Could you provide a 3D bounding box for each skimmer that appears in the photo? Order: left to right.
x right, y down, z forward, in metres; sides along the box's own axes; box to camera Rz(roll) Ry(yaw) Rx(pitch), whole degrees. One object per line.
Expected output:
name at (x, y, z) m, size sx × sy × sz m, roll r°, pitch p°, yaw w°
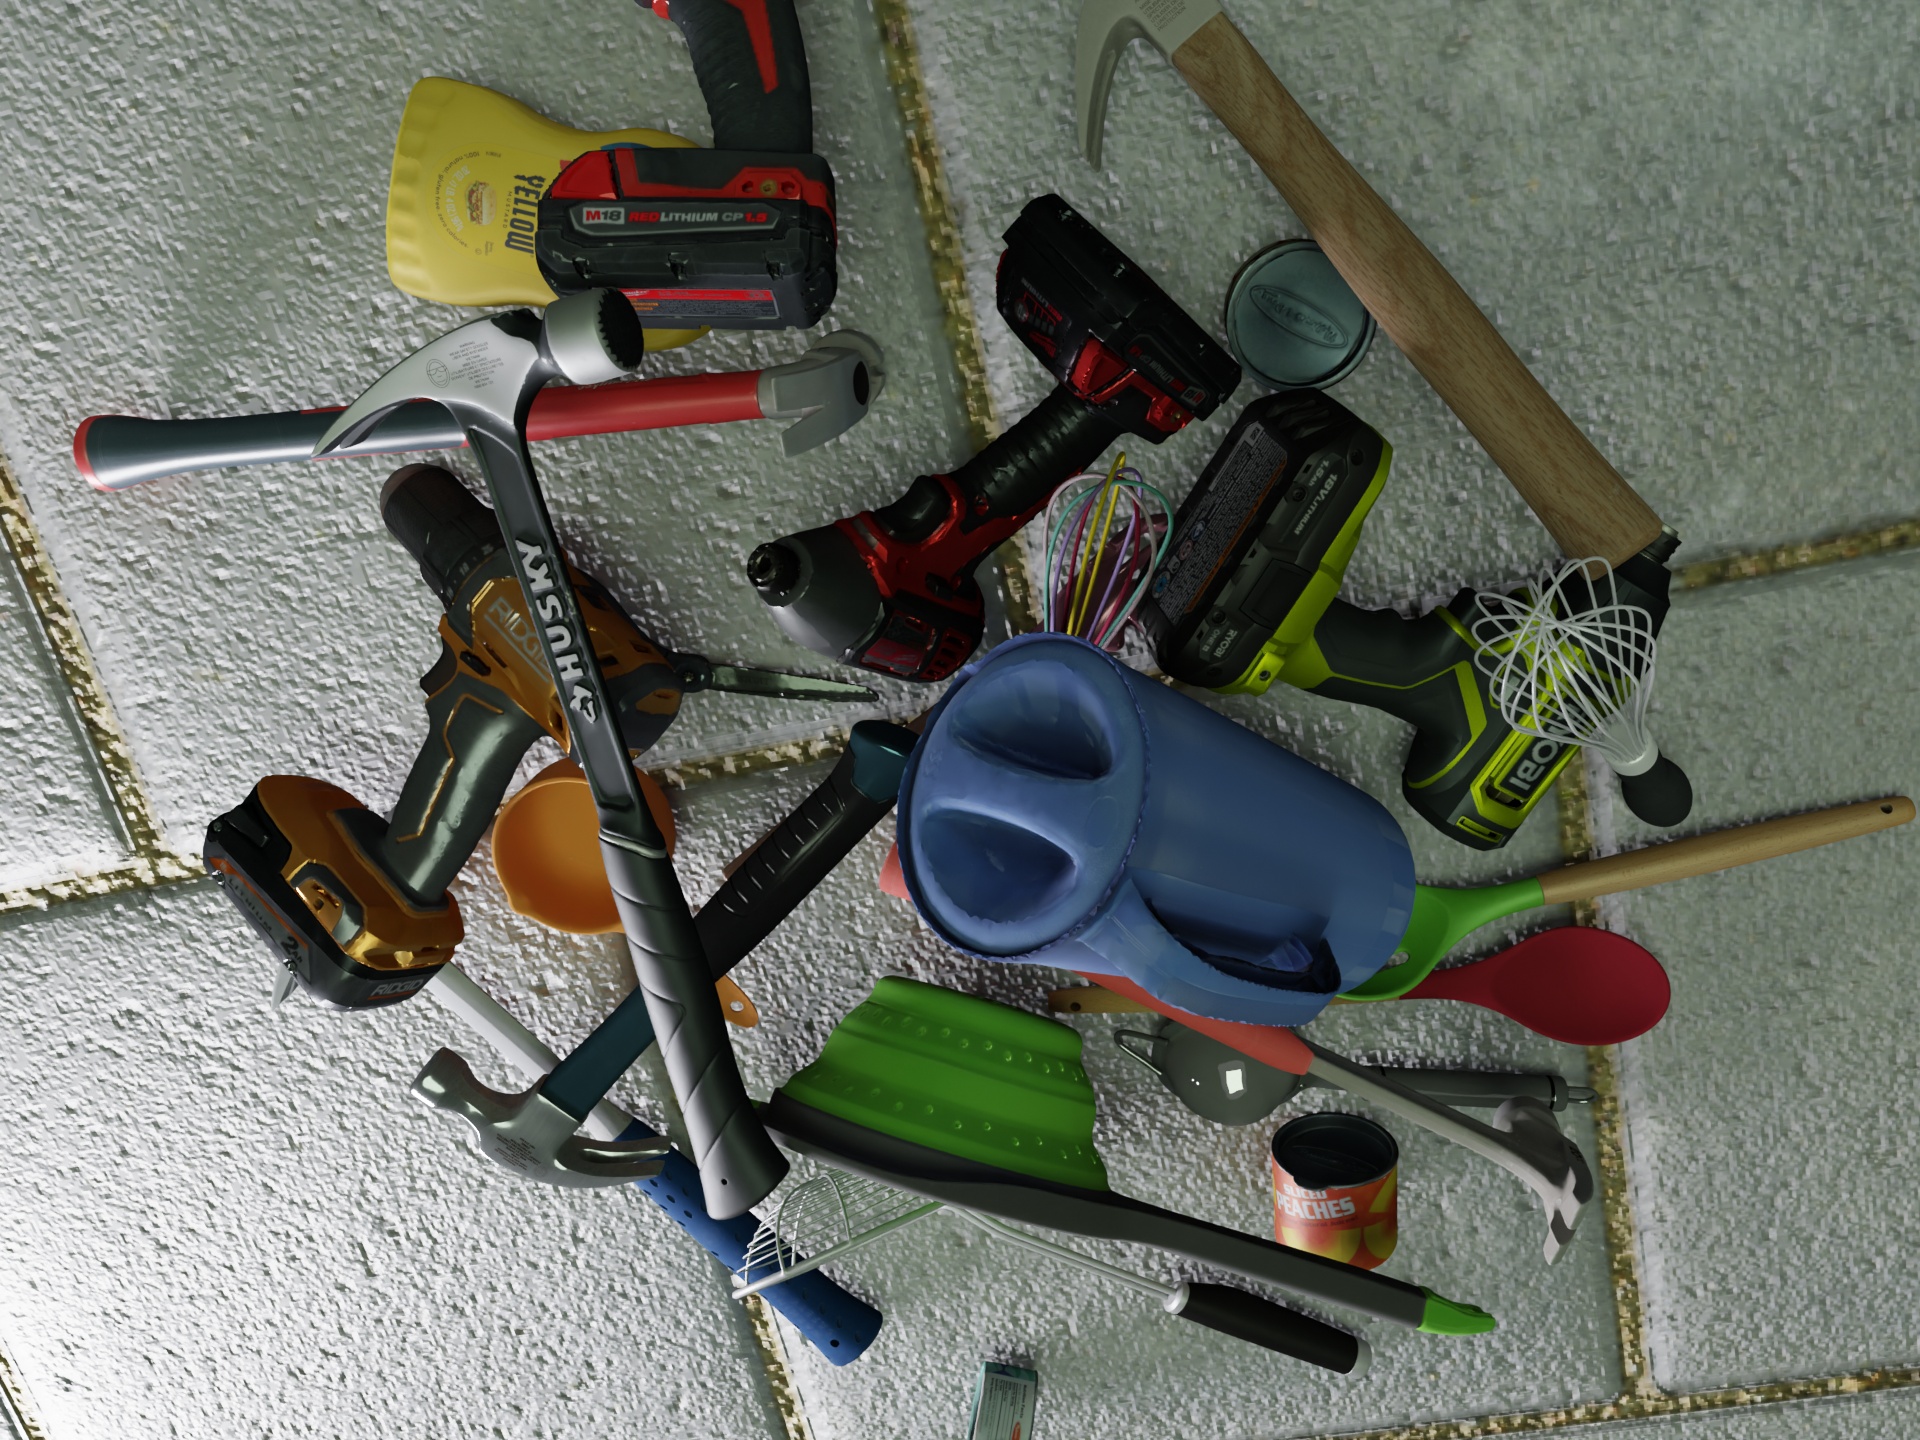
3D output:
skimmer at (0.059, 0.326, 0.872) m, size 0.363 × 0.090 × 0.127 m, roll 22°, pitch 149°, yaw -10°

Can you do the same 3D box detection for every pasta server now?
pasta server at (-0.001, -0.003, 0.794) m, size 0.316 × 0.040 × 0.060 m, roll -37°, pitch 117°, yaw 17°

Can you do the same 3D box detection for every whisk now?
whisk at (0.051, -0.025, 0.737) m, size 0.051 × 0.047 × 0.244 m, roll -2°, pitch 139°, yaw -12°
whisk at (0.281, 0.001, 0.683) m, size 0.070 × 0.070 × 0.284 m, roll -38°, pitch 146°, yaw 16°

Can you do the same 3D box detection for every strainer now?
strainer at (0.211, 0.193, 0.845) m, size 0.258 × 0.050 × 0.086 m, roll 3°, pitch 131°, yaw -1°

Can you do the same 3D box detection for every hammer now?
hammer at (-0.235, -0.133, 0.723) m, size 0.386 × 0.143 × 0.038 m, roll -3°, pitch 110°, yaw 10°
hammer at (-0.205, 0.227, 0.896) m, size 0.144 × 0.035 × 0.405 m, roll -42°, pitch 102°, yaw 17°
hammer at (-0.152, 0.034, 0.684) m, size 0.149 × 0.036 × 0.408 m, roll -10°, pitch 105°, yaw 19°
hammer at (-0.133, 0.119, 0.798) m, size 0.128 × 0.033 × 0.331 m, roll 40°, pitch 109°, yaw -12°
hammer at (0.122, 0.143, 0.767) m, size 0.359 × 0.149 × 0.036 m, roll 24°, pitch 99°, yaw 13°
hammer at (0.164, -0.194, 0.650) m, size 0.130 × 0.031 × 0.331 m, roll -38°, pitch 79°, yaw 16°

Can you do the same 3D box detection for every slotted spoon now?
slotted spoon at (0.317, 0.082, 0.798) m, size 0.314 × 0.070 × 0.031 m, roll -14°, pitch 152°, yaw 6°

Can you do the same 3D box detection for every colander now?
colander at (0.077, 0.209, 0.802) m, size 0.397 × 0.204 × 0.094 m, roll 15°, pitch 79°, yaw 6°

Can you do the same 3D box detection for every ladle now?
ladle at (0.203, 0.142, 0.835) m, size 0.315 × 0.031 × 0.069 m, roll -4°, pitch 109°, yaw 8°

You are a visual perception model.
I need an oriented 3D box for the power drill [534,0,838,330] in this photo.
power drill at (-0.132, -0.282, 0.651) m, size 0.188 × 0.080 × 0.227 m, roll 1°, pitch 87°, yaw -1°

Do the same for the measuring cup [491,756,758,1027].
measuring cup at (-0.164, 0.091, 0.835) m, size 0.095 × 0.052 × 0.173 m, roll -39°, pitch 104°, yaw 16°

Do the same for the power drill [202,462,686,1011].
power drill at (-0.263, 0.003, 0.768) m, size 0.185 × 0.084 × 0.226 m, roll 44°, pitch 99°, yaw 15°

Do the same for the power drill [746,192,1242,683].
power drill at (0.006, -0.110, 0.701) m, size 0.219 × 0.143 × 0.079 m, roll -47°, pitch 61°, yaw 17°

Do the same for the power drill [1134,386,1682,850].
power drill at (0.208, -0.051, 0.719) m, size 0.223 × 0.080 × 0.171 m, roll 23°, pitch 111°, yaw -22°
